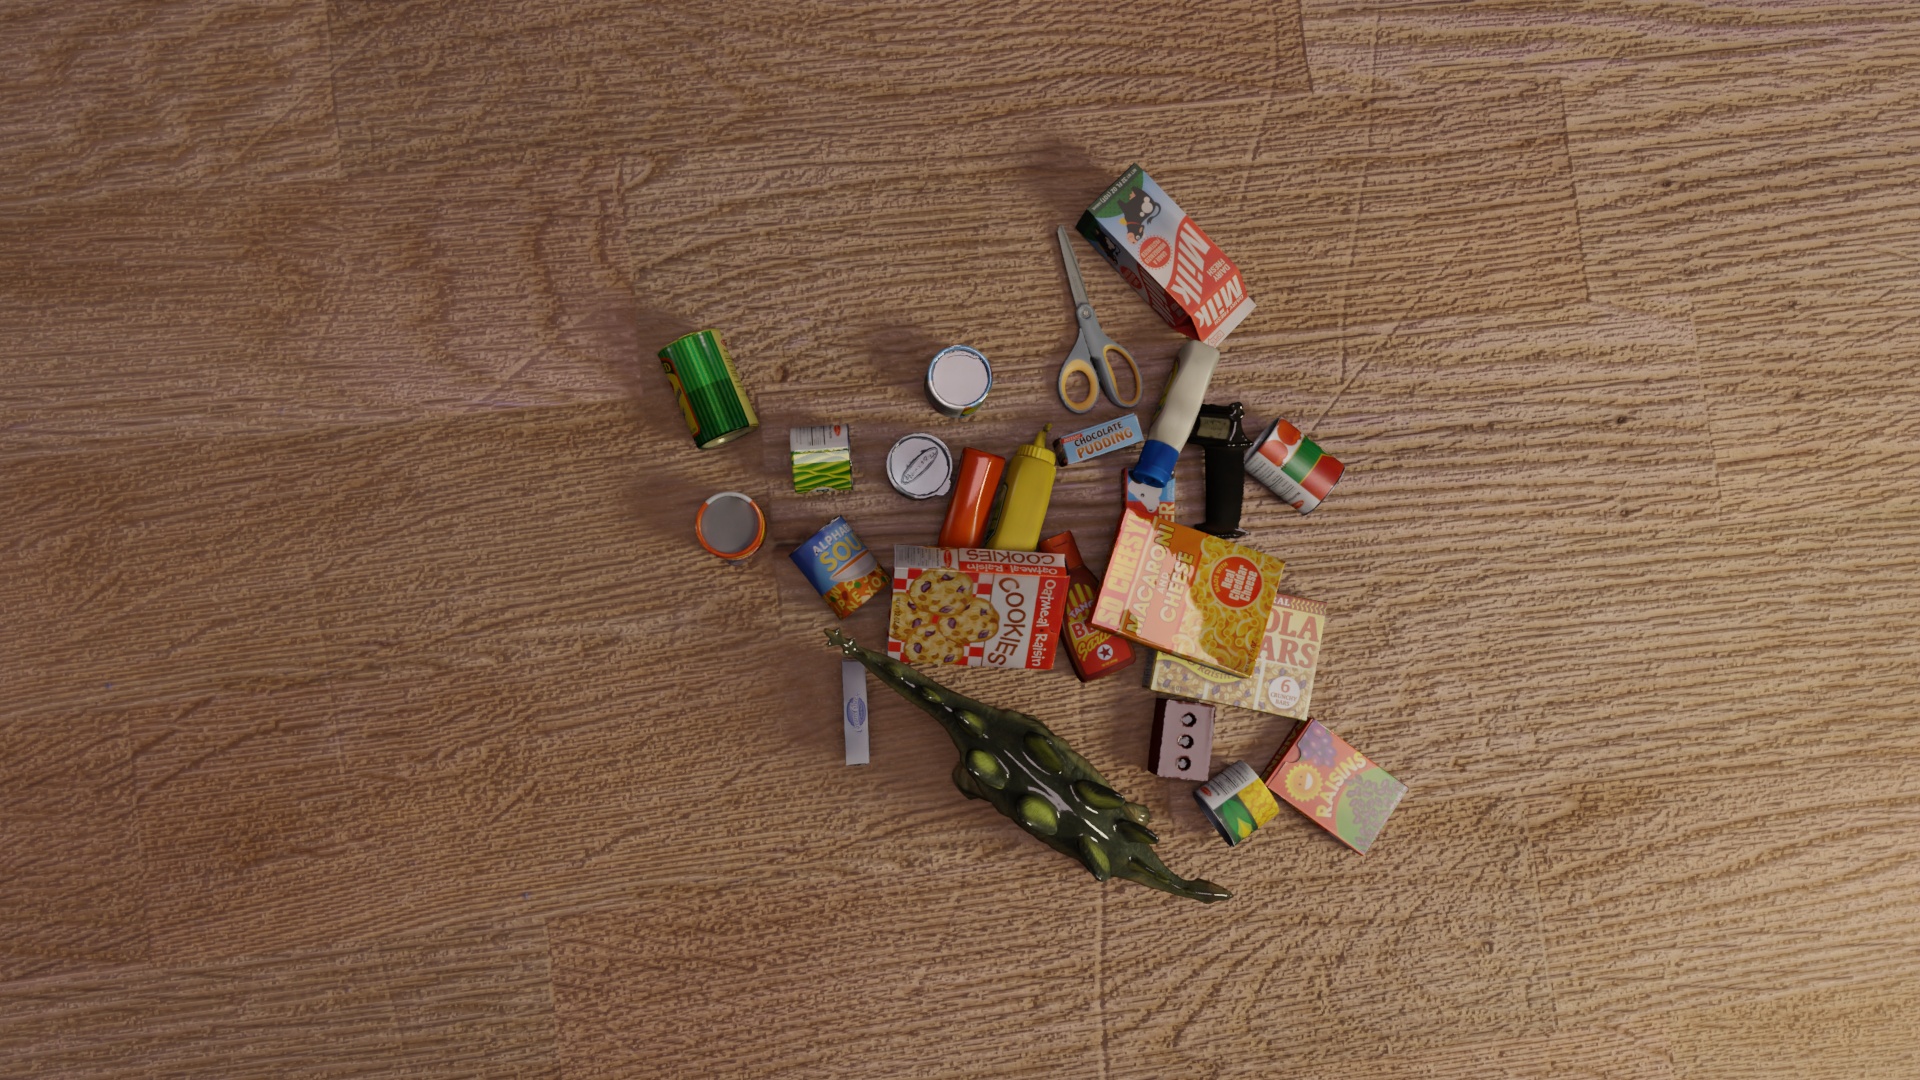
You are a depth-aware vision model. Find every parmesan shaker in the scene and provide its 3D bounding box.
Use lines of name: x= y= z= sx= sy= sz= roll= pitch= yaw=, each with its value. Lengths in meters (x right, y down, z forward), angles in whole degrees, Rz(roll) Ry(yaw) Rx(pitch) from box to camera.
parmesan shaker: x=-0.249 y=-0.149 z=1.367 sx=0.071 sy=0.071 sz=0.103 roll=-23 pitch=89 yaw=-5

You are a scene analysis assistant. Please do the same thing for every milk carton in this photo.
milk carton: x=0.212 y=-0.283 z=1.412 sx=0.190 sy=0.073 sz=0.072 roll=45 pitch=84 yaw=-1

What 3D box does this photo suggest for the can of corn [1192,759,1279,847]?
can of corn: x=0.276 y=0.264 z=1.387 sx=0.058 sy=0.071 sz=0.071 roll=-35 pitch=90 yaw=-6

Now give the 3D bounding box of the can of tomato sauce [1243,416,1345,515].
can of tomato sauce: x=0.338 y=-0.077 z=1.413 sx=0.083 sy=0.071 sz=0.071 roll=38 pitch=85 yaw=-1

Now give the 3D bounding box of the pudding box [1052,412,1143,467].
pudding box: x=0.139 y=-0.101 z=1.407 sx=0.084 sy=0.049 sz=0.030 roll=-18 pitch=90 yaw=-5

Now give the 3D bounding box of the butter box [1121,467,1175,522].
butter box: x=0.191 y=-0.023 z=1.418 sx=0.053 sy=0.024 sz=0.103 roll=1 pitch=86 yaw=-5

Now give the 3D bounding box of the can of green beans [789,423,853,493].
can of green beans: x=-0.137 y=-0.081 z=1.375 sx=0.058 sy=0.071 sz=0.071 roll=-5 pitch=87 yaw=-4

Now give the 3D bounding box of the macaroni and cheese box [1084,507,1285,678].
macaroni and cheese box: x=0.220 y=0.053 z=1.368 sx=0.166 sy=0.040 sz=0.124 roll=19 pitch=81 yaw=-3

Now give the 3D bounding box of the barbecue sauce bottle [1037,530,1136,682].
barbecue sauce bottle: x=0.122 y=0.064 z=1.398 sx=0.065 sy=0.043 sz=0.148 roll=-22 pitch=88 yaw=-6

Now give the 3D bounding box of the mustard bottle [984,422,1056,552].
mustard bottle: x=0.064 y=-0.044 z=1.392 sx=0.049 sy=0.065 sz=0.160 roll=17 pitch=80 yaw=-7

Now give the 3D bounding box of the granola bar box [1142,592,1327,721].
granola bar box: x=0.278 y=0.106 z=1.409 sx=0.166 sy=0.039 sz=0.124 roll=12 pitch=85 yaw=-4

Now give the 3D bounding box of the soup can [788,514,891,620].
soup can: x=-0.117 y=0.026 z=1.367 sx=0.071 sy=0.071 sz=0.084 roll=-39 pitch=91 yaw=-6

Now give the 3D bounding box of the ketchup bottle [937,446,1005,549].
ketchup bottle: x=0.005 y=-0.017 z=1.386 sx=0.043 sy=0.065 sz=0.148 roll=16 pitch=94 yaw=9

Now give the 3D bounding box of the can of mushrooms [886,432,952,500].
can of mushrooms: x=-0.040 y=-0.072 z=1.398 sx=0.071 sy=0.033 sz=0.071 roll=0 pitch=86 yaw=-5

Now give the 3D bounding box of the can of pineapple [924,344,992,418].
can of pineapple: x=-0.001 y=-0.161 z=1.395 sx=0.071 sy=0.058 sz=0.071 roll=0 pitch=86 yaw=-4

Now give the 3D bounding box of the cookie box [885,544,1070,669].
cookie box: x=0.015 y=0.067 z=1.356 sx=0.167 sy=0.040 sz=0.122 roll=3 pitch=128 yaw=-5

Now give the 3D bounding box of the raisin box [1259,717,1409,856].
raisin box: x=0.377 y=0.248 z=1.408 sx=0.123 sy=0.040 sz=0.086 roll=36 pitch=85 yaw=-1

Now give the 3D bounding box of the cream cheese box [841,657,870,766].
cream cheese box: x=-0.103 y=0.168 z=1.368 sx=0.024 sy=0.053 sz=0.104 roll=-3 pitch=87 yaw=-3

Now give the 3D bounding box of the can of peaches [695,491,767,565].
can of peaches: x=-0.225 y=-0.012 z=1.367 sx=0.071 sy=0.058 sz=0.071 roll=0 pitch=86 yaw=-5

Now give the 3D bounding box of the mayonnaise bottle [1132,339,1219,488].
mayonnaise bottle: x=0.216 y=-0.126 z=1.400 sx=0.041 sy=0.064 sz=0.148 roll=24 pitch=78 yaw=-1
